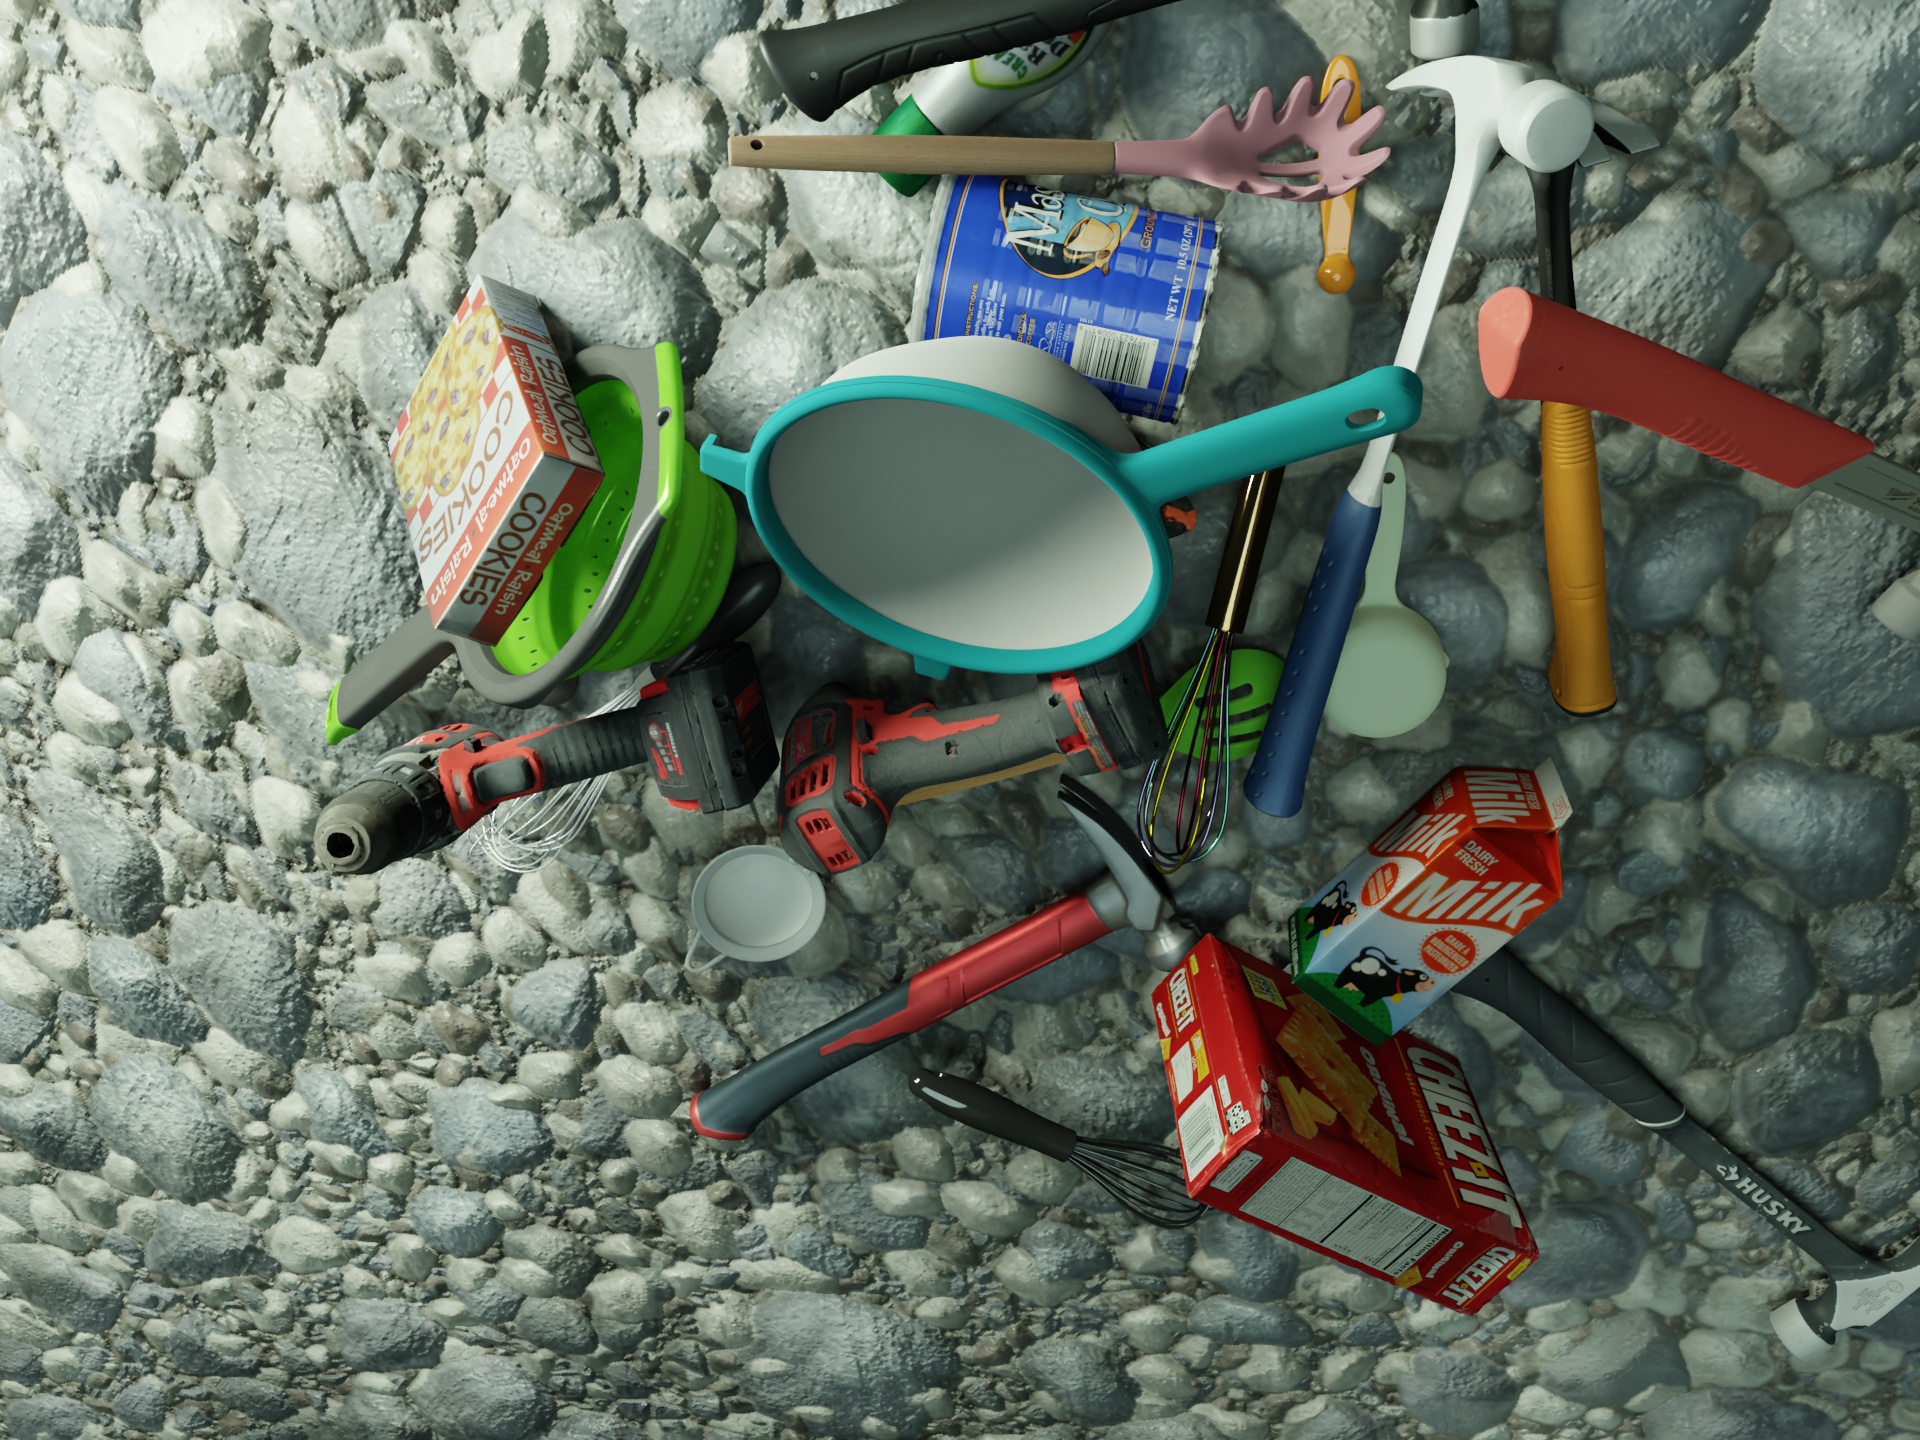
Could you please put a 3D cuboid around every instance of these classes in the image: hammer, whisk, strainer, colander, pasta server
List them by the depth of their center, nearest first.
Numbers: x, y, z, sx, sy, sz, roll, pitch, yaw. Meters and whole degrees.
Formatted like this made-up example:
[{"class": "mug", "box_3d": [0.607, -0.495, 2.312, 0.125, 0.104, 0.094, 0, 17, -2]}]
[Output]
[{"class": "hammer", "box_3d": [0.072, -0.343, 0.727, 0.335, 0.035, 0.146, -13, 129, 3]}, {"class": "strainer", "box_3d": [0.057, -0.130, 0.743, 0.340, 0.095, 0.210, -12, 138, 39]}, {"class": "hammer", "box_3d": [0.396, -0.141, 0.756, 0.358, 0.037, 0.149, 14, 124, -25]}, {"class": "pasta server", "box_3d": [0.048, -0.275, 0.763, 0.316, 0.040, 0.060, -2, 78, -8]}, {"class": "hammer", "box_3d": [0.312, -0.143, 0.806, 0.034, 0.127, 0.336, -16, 120, 1]}, {"class": "hammer", "box_3d": [0.209, -0.128, 0.816, 0.035, 0.144, 0.405, 3, 123, -12]}, {"class": "whisk", "box_3d": [0.145, -0.029, 0.891, 0.051, 0.047, 0.245, 14, 101, 7]}, {"class": "colander", "box_3d": [-0.247, -0.065, 0.934, 0.094, 0.205, 0.397, 20, 143, -41]}, {"class": "whisk", "box_3d": [-0.209, -0.002, 0.987, 0.284, 0.070, 0.070, -41, 105, 19]}, {"class": "strainer", "box_3d": [-0.080, 0.074, 1.012, 0.258, 0.050, 0.086, -39, 112, 18]}, {"class": "hammer", "box_3d": [0.470, 0.263, 1.027, 0.408, 0.036, 0.149, 39, 115, -11]}, {"class": "hammer", "box_3d": [-0.040, 0.178, 1.060, 0.386, 0.038, 0.143, -31, 107, 22]}, {"class": "whisk", "box_3d": [0.072, 0.287, 1.082, 0.239, 0.055, 0.055, 26, 118, -11]}]

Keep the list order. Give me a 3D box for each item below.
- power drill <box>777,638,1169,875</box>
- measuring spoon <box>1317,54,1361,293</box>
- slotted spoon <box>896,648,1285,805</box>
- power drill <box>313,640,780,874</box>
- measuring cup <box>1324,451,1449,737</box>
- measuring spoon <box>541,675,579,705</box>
[{"class": "power drill", "box_3d": [-0.001, -0.003, 0.910, 0.219, 0.143, 0.078, -21, 124, 12]}, {"class": "measuring spoon", "box_3d": [0.192, -0.274, 0.806, 0.021, 0.011, 0.116, -1, 117, 9]}, {"class": "slotted spoon", "box_3d": [0.048, 0.022, 0.953, 0.314, 0.031, 0.070, -14, 115, 10]}, {"class": "power drill", "box_3d": [-0.226, 0.027, 0.874, 0.226, 0.188, 0.080, -13, 100, 5]}, {"class": "measuring cup", "box_3d": [0.237, -0.065, 0.890, 0.083, 0.038, 0.167, 0, 119, 9]}, {"class": "measuring spoon", "box_3d": [-0.224, -0.044, 0.984, 0.124, 0.018, 0.034, -31, 108, 21]}]
